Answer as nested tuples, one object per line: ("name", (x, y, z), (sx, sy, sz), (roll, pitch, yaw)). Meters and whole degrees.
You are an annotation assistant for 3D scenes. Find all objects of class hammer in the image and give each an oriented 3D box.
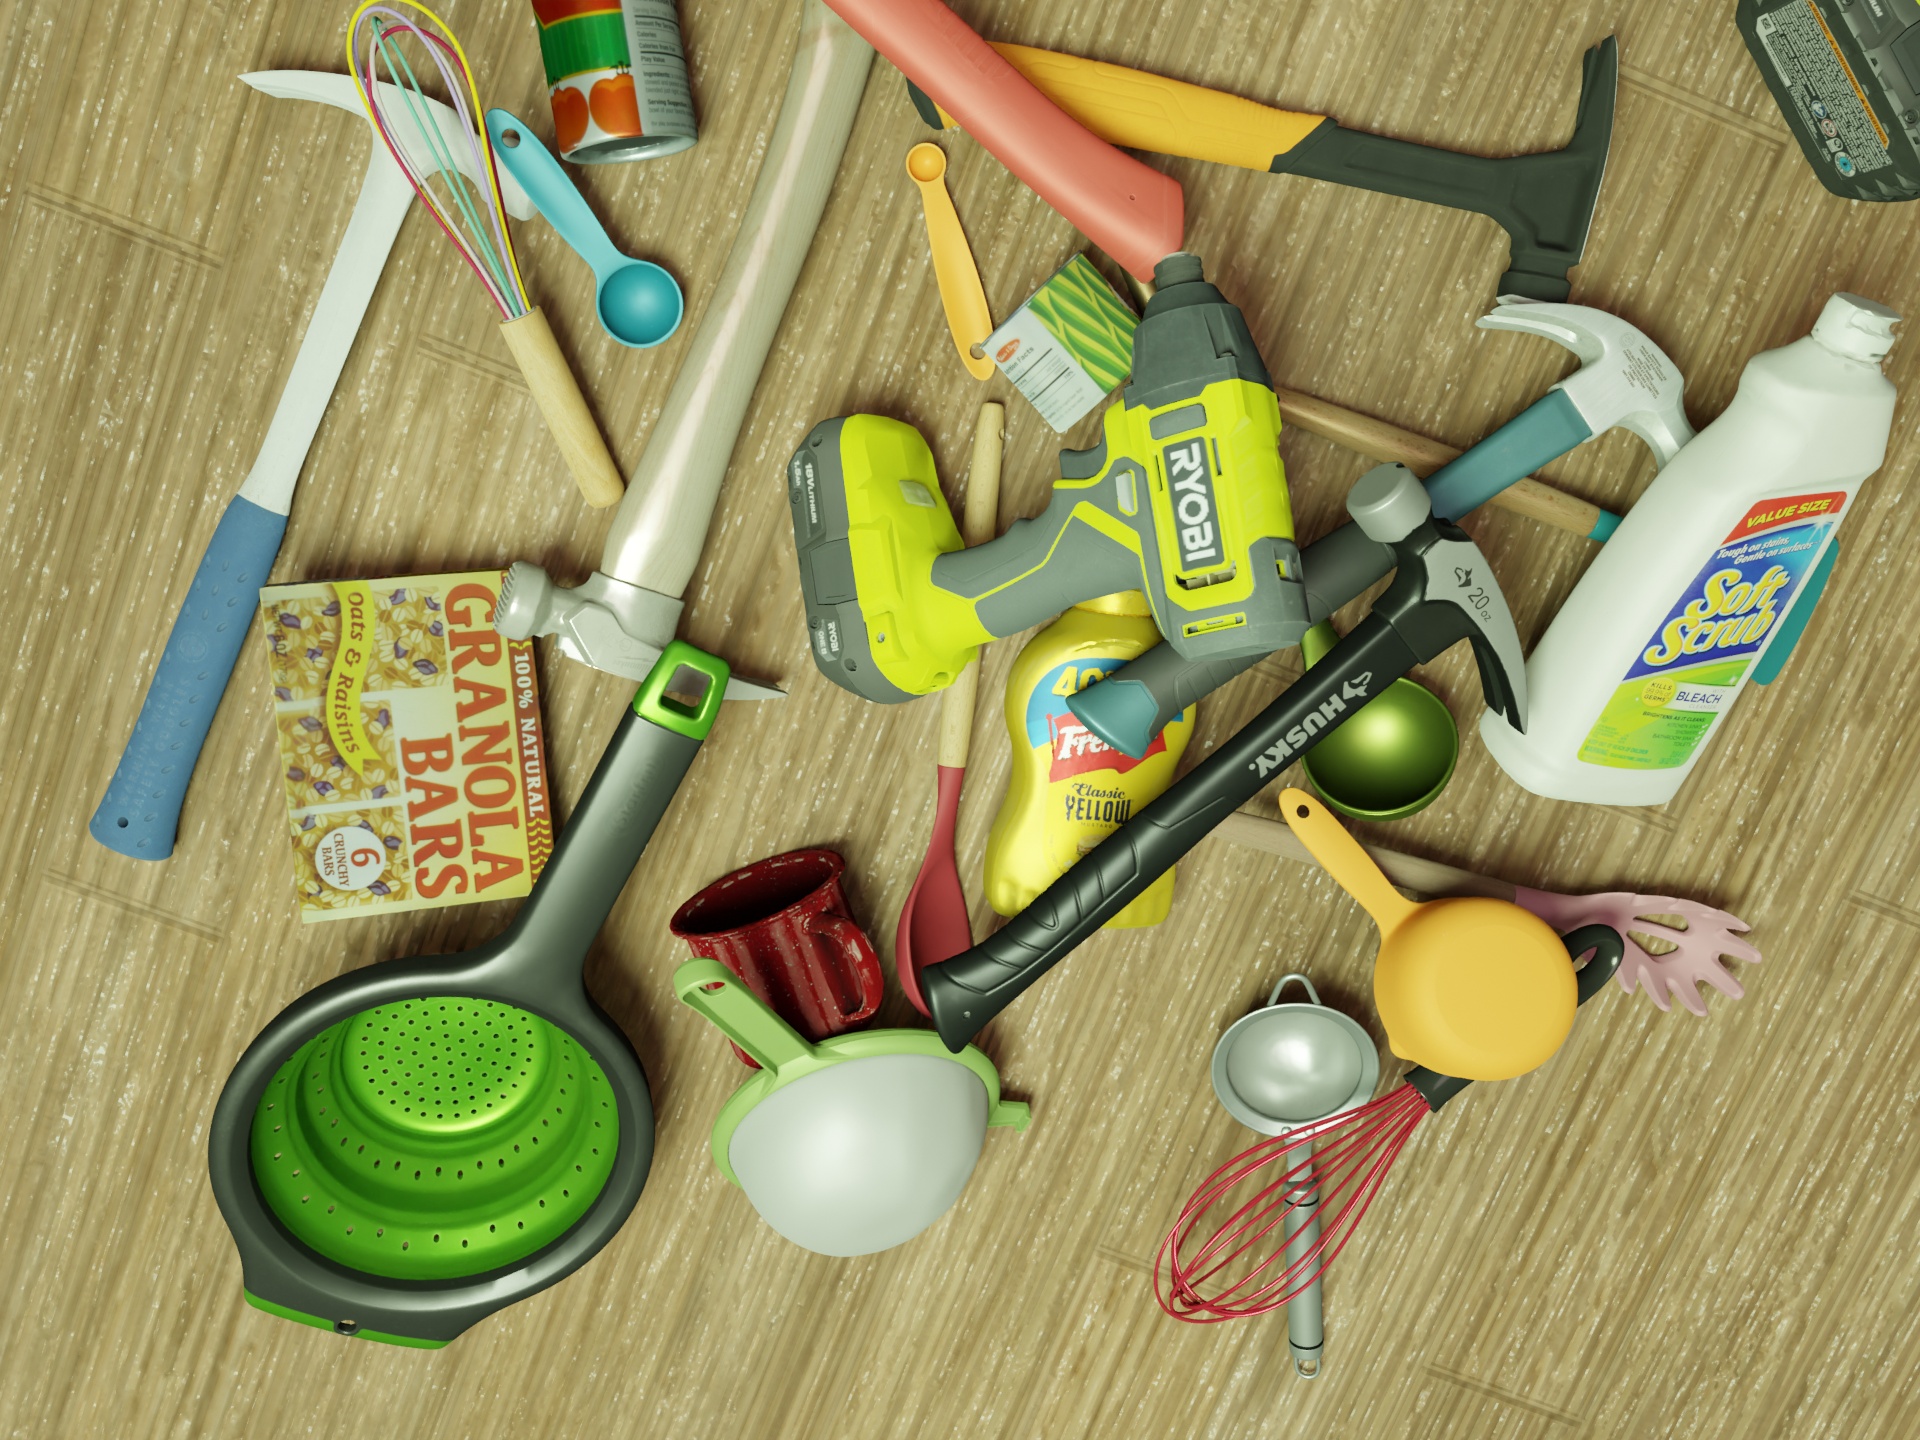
("hammer", (0.198, -0.083, 0.758), (0.331, 0.033, 0.128), (-33, 91, -3))
("hammer", (-0.347, -0.120, 0.788), (0.144, 0.035, 0.405), (25, 99, -5))
("hammer", (-0.088, -0.212, 0.765), (0.146, 0.038, 0.410), (19, 96, -23))
("hammer", (0.114, 0.042, 0.741), (0.335, 0.035, 0.146), (-41, 117, 8))
("hammer", (0.142, -0.289, 0.763), (0.337, 0.034, 0.127), (10, 100, -2))
("hammer", (-0.046, -0.318, 0.707), (0.359, 0.037, 0.149), (39, 85, -11))

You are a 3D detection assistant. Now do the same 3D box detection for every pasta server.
("pasta server", (0.258, 0.087, 0.810), (0.316, 0.040, 0.060), (15, 107, -11))

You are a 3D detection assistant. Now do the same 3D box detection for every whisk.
("whisk", (0.215, 0.200, 0.797), (0.296, 0.073, 0.073), (-39, 98, 0))
("whisk", (-0.212, -0.210, 0.739), (0.047, 0.051, 0.244), (-28, 119, -12))

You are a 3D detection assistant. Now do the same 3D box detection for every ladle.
("ladle", (-0.001, -0.003, 0.808), (0.031, 0.069, 0.315), (9, 95, 25))
("ladle", (0.153, -0.095, 0.787), (0.078, 0.062, 0.320), (-28, 96, 1))

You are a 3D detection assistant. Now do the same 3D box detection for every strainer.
("strainer", (-0.064, 0.194, 0.756), (0.151, 0.069, 0.256), (-25, 140, 6))
("strainer", (0.181, 0.244, 0.855), (0.087, 0.050, 0.258), (-3, 106, 8))

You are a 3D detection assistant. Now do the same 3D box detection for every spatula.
("spatula", (0.291, -0.108, 0.803), (0.317, 0.044, 0.082), (22, 101, 1))

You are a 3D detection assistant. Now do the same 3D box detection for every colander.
("colander", (-0.220, 0.122, 0.782), (0.204, 0.095, 0.397), (25, 104, -23))

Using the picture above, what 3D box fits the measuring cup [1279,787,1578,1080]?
("measuring cup", (0.218, 0.096, 0.758), (0.095, 0.052, 0.173), (-42, 87, -6))

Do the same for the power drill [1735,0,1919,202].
("power drill", (0.488, -0.369, 0.732), (0.228, 0.080, 0.190), (-34, 99, 2))

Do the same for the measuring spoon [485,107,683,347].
("measuring spoon", (-0.181, -0.236, 0.762), (0.042, 0.021, 0.128), (-36, 115, 3))

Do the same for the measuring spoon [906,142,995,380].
("measuring spoon", (-0.003, -0.226, 0.787), (0.021, 0.011, 0.117), (-16, 103, 3))

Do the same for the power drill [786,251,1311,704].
("power drill", (0.036, -0.099, 0.715), (0.223, 0.080, 0.171), (-11, 85, 32))
